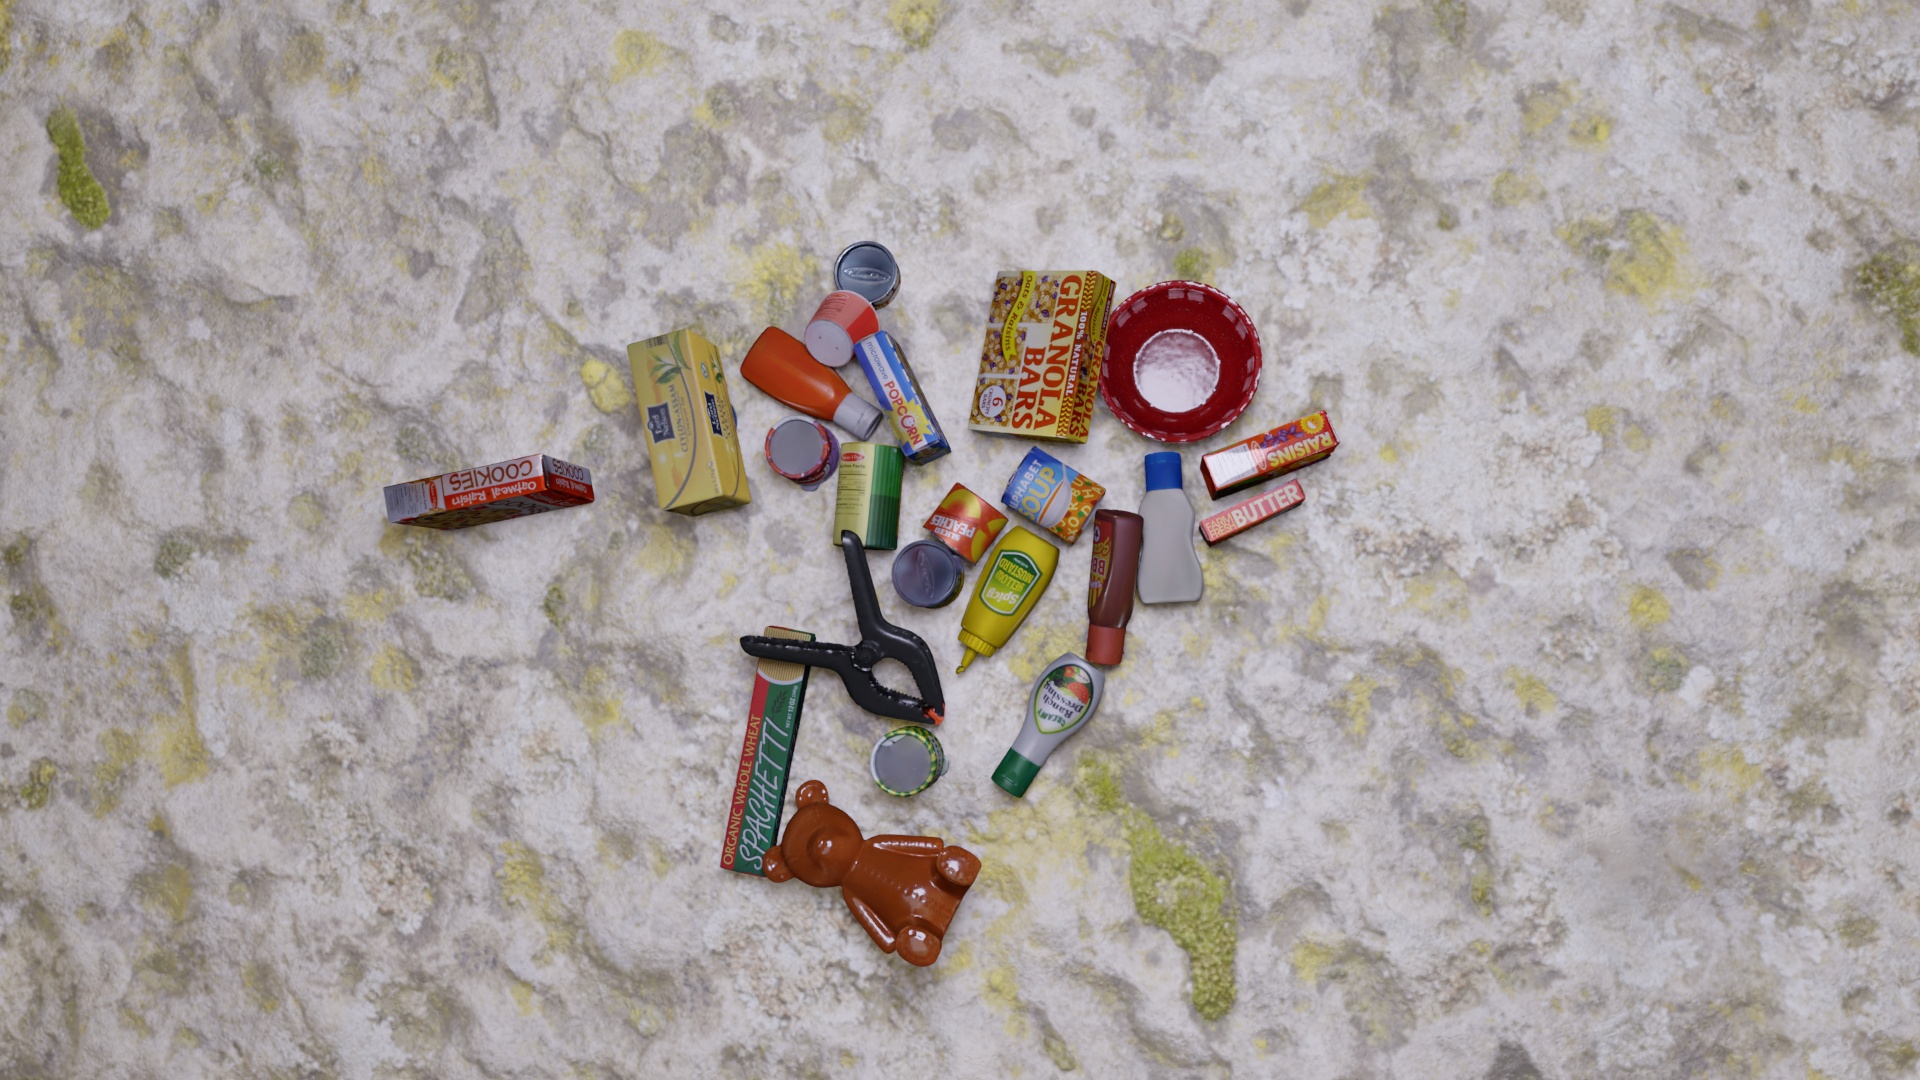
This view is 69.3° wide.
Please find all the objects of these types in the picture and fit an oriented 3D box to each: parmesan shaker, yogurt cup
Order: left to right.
[{"bbox_3d":[-0.122,-0.212,1.404,0.072,0.054,0.072,14,130,17],"label":"yogurt cup"},{"bbox_3d":[-0.094,-0.043,1.396,0.071,0.071,0.103,4,86,7],"label":"parmesan shaker"}]

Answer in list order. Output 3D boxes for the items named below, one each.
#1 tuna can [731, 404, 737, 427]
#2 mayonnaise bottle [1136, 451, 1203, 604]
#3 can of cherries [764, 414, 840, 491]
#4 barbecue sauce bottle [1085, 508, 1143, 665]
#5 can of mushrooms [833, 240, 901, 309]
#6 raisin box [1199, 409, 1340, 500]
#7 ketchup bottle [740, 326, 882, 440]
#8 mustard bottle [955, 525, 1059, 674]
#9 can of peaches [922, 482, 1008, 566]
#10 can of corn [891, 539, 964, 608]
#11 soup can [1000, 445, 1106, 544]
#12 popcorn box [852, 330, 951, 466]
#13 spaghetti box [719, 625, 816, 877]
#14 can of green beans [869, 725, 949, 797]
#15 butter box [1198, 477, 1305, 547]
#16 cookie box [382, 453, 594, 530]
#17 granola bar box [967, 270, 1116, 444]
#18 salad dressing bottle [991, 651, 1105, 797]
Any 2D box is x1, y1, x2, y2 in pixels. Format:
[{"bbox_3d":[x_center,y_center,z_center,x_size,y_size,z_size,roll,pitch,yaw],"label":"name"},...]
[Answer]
[{"bbox_3d":[-0.266,-0.121,1.439,0.071,0.033,0.071,-1,85,7],"label":"tuna can"},{"bbox_3d":[0.204,-0.012,1.368,0.065,0.041,0.148,-4,83,13],"label":"mayonnaise bottle"},{"bbox_3d":[-0.159,-0.089,1.410,0.071,0.058,0.071,-1,84,7],"label":"can of cherries"},{"bbox_3d":[0.148,0.046,1.357,0.044,0.065,0.148,4,98,-14],"label":"barbecue sauce bottle"},{"bbox_3d":[-0.096,-0.270,1.432,0.071,0.033,0.071,-1,85,6],"label":"can of mushrooms"},{"bbox_3d":[0.296,-0.081,1.340,0.123,0.086,0.040,-21,81,5],"label":"raisin box"},{"bbox_3d":[-0.150,-0.156,1.423,0.149,0.043,0.064,34,91,9],"label":"ketchup bottle"},{"bbox_3d":[0.039,0.065,1.376,0.065,0.049,0.160,29,89,10],"label":"mustard bottle"},{"bbox_3d":[0.005,-0.017,1.377,0.071,0.071,0.058,37,89,9],"label":"can of peaches"},{"bbox_3d":[-0.029,0.034,1.383,0.071,0.058,0.071,-1,85,7],"label":"can of corn"},{"bbox_3d":[0.091,-0.044,1.369,0.084,0.071,0.071,32,89,8],"label":"soup can"},{"bbox_3d":[-0.058,-0.141,1.389,0.038,0.085,0.127,-27,83,5],"label":"popcorn box"},{"bbox_3d":[-0.194,0.212,1.401,0.050,0.028,0.250,10,86,7],"label":"spaghetti box"},{"bbox_3d":[-0.052,0.217,1.369,0.071,0.058,0.071,-1,85,7],"label":"can of green beans"},{"bbox_3d":[0.283,-0.026,1.353,0.103,0.053,0.024,-25,81,4],"label":"butter box"},{"bbox_3d":[-0.475,-0.046,1.412,0.167,0.123,0.040,-11,85,6],"label":"cookie box"},{"bbox_3d":[0.080,-0.182,1.373,0.124,0.039,0.165,8,85,39],"label":"granola bar box"},{"bbox_3d":[0.084,0.182,1.363,0.064,0.044,0.147,33,90,10],"label":"salad dressing bottle"}]
